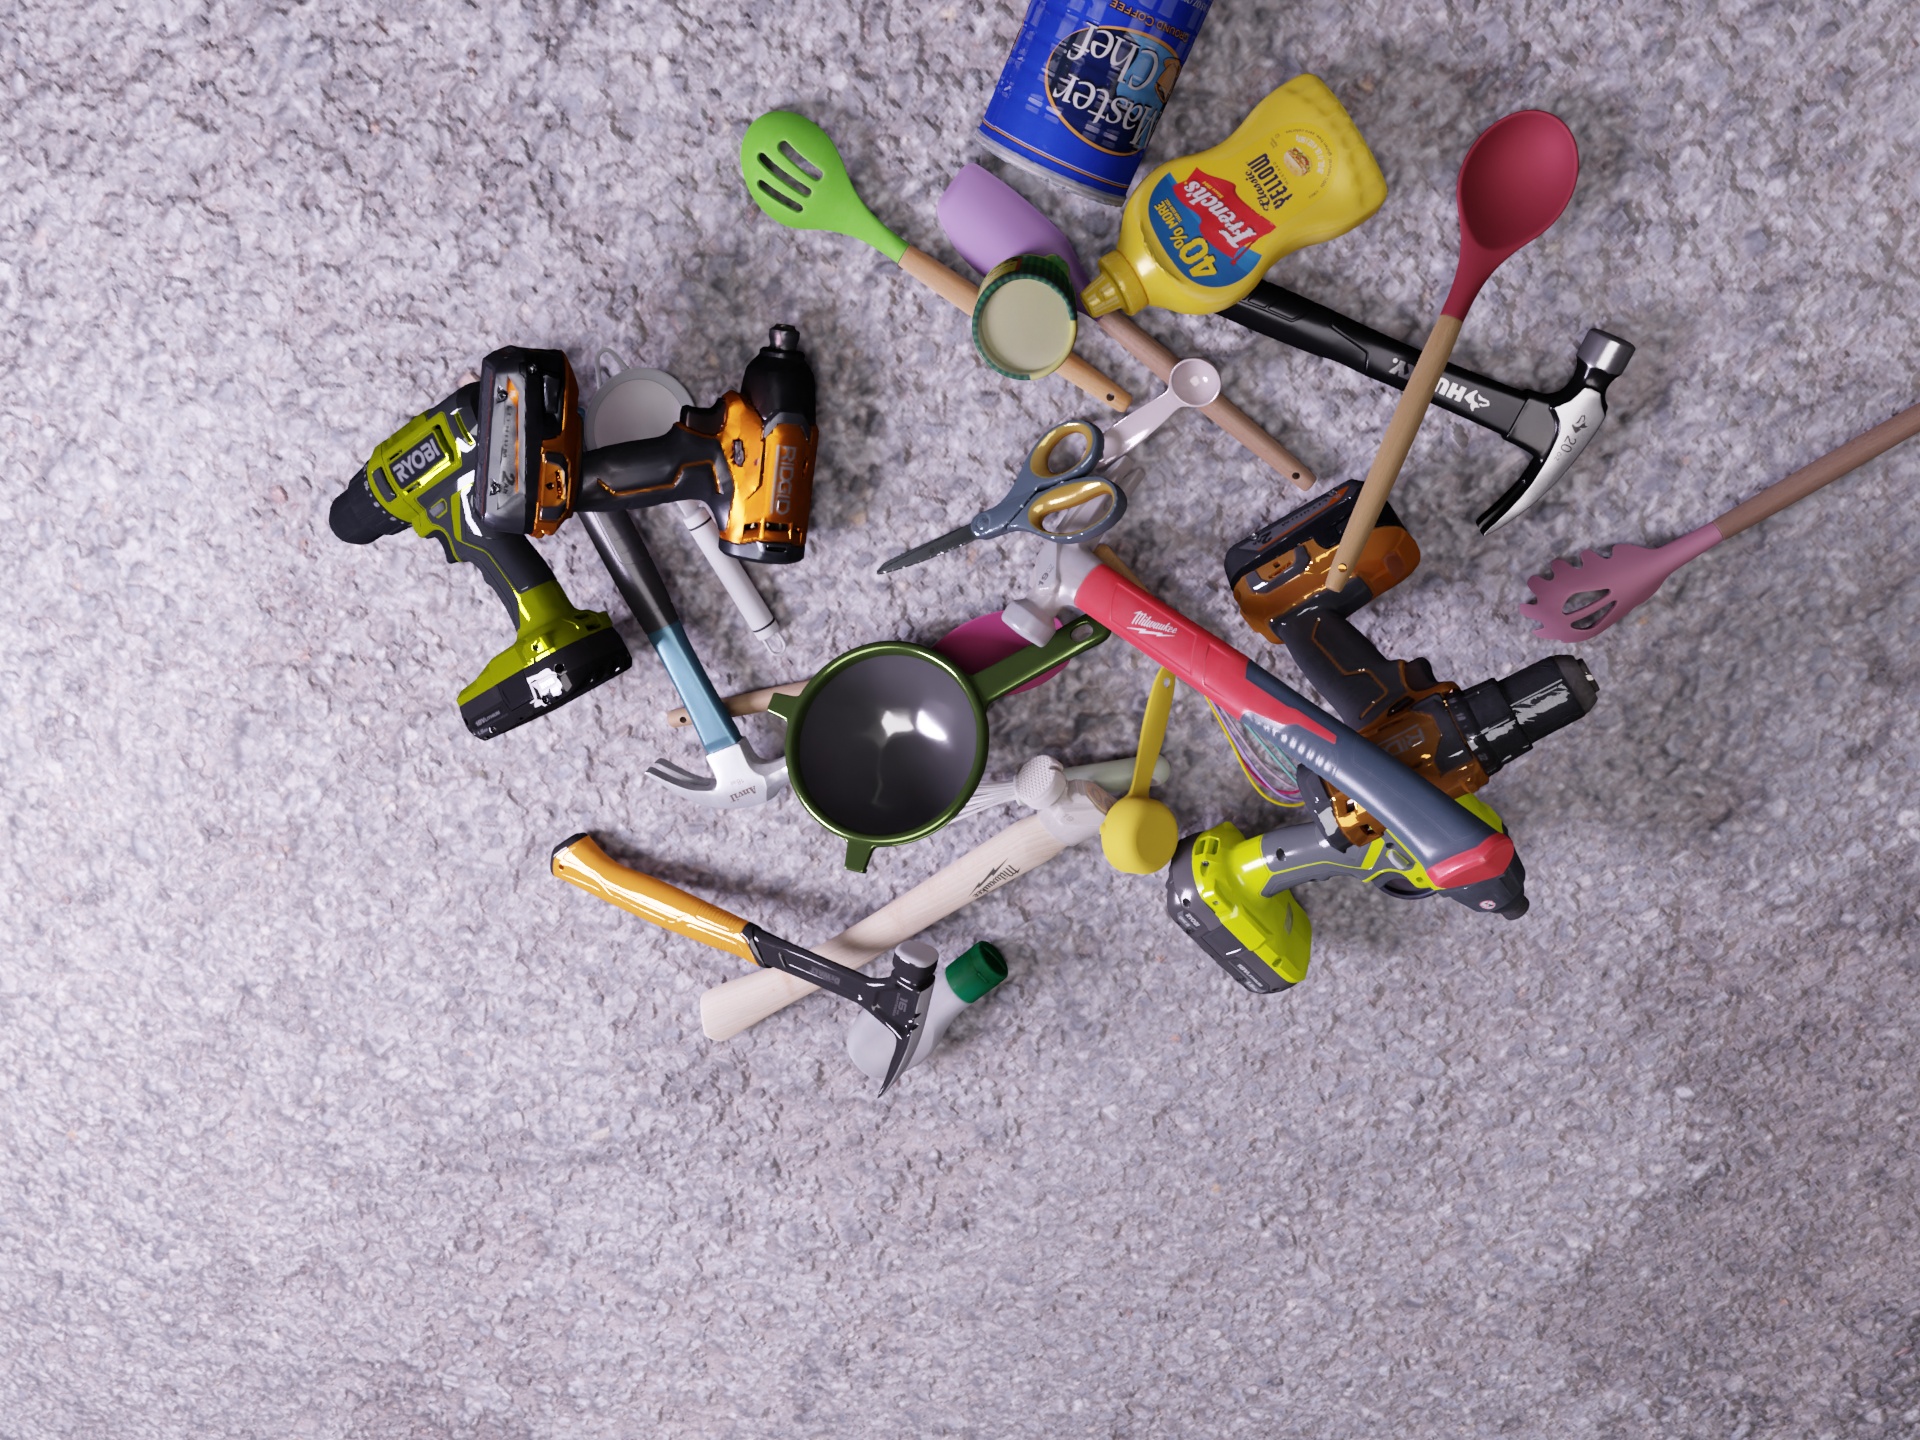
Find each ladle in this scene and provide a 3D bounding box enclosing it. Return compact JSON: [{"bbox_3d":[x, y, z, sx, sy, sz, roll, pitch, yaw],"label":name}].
[{"bbox_3d":[0.298,-0.227,0.997,0.069,0.031,0.315,24,95,10],"label":"ladle"}]

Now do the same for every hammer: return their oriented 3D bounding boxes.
[{"bbox_3d":[0.189,-0.031,0.997,0.387,0.038,0.143,39,97,38],"label":"hammer"},{"bbox_3d":[-0.226,-0.082,1.179,0.128,0.033,0.331,-22,103,17],"label":"hammer"},{"bbox_3d":[-0.179,0.174,1.245,0.337,0.034,0.127,21,114,18],"label":"hammer"},{"bbox_3d":[0.253,-0.242,1.044,0.335,0.035,0.146,23,114,-1],"label":"hammer"},{"bbox_3d":[-0.044,0.163,1.252,0.410,0.038,0.146,-32,132,26],"label":"hammer"}]

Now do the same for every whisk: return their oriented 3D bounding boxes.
[{"bbox_3d":[0.175,-0.030,1.144,0.047,0.051,0.245,-39,99,28],"label":"whisk"},{"bbox_3d":[0.036,0.053,1.203,0.246,0.059,0.057,-9,148,9],"label":"whisk"}]

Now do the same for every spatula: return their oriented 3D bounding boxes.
[{"bbox_3d":[0.115,-0.255,1.070,0.316,0.018,0.059,37,124,-6],"label":"spatula"}]

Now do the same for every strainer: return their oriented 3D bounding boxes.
[{"bbox_3d":[-0.197,-0.153,1.153,0.087,0.050,0.258,-39,113,-20],"label":"strainer"},{"bbox_3d":[-0.002,-0.004,1.160,0.256,0.069,0.152,-29,72,2],"label":"strainer"}]

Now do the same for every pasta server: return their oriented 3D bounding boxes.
[{"bbox_3d":[0.522,-0.142,1.049,0.316,0.040,0.060,-32,105,16],"label":"pasta server"}]

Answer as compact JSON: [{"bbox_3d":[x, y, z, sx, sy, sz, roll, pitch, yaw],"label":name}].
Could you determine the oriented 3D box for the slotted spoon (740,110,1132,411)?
[{"bbox_3d":[-0.015,-0.300,1.068,0.313,0.031,0.070,33,122,-7],"label":"slotted spoon"}]

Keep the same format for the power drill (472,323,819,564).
[{"bbox_3d":[-0.205,-0.195,1.074,0.226,0.084,0.164,2,106,-25],"label":"power drill"}]

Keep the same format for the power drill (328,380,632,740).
[{"bbox_3d":[-0.356,-0.108,1.159,0.190,0.080,0.228,-25,95,31],"label":"power drill"}]

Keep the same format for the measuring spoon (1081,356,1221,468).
[{"bbox_3d":[0.128,-0.208,1.079,0.034,0.018,0.124,46,132,-13],"label":"measuring spoon"}]

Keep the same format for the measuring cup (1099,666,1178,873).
[{"bbox_3d":[0.142,0.035,1.151,0.062,0.029,0.156,13,89,-35],"label":"measuring cup"}]

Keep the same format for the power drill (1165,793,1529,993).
[{"bbox_3d":[0.274,0.110,1.128,0.223,0.080,0.171,-29,116,38],"label":"power drill"}]

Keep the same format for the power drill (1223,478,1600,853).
[{"bbox_3d":[0.281,-0.048,1.019,0.185,0.226,0.084,-29,142,20],"label":"power drill"}]

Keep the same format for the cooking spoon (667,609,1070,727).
[{"bbox_3d":[-0.074,-0.031,1.197,0.319,0.017,0.068,-11,118,13],"label":"cooking spoon"}]
